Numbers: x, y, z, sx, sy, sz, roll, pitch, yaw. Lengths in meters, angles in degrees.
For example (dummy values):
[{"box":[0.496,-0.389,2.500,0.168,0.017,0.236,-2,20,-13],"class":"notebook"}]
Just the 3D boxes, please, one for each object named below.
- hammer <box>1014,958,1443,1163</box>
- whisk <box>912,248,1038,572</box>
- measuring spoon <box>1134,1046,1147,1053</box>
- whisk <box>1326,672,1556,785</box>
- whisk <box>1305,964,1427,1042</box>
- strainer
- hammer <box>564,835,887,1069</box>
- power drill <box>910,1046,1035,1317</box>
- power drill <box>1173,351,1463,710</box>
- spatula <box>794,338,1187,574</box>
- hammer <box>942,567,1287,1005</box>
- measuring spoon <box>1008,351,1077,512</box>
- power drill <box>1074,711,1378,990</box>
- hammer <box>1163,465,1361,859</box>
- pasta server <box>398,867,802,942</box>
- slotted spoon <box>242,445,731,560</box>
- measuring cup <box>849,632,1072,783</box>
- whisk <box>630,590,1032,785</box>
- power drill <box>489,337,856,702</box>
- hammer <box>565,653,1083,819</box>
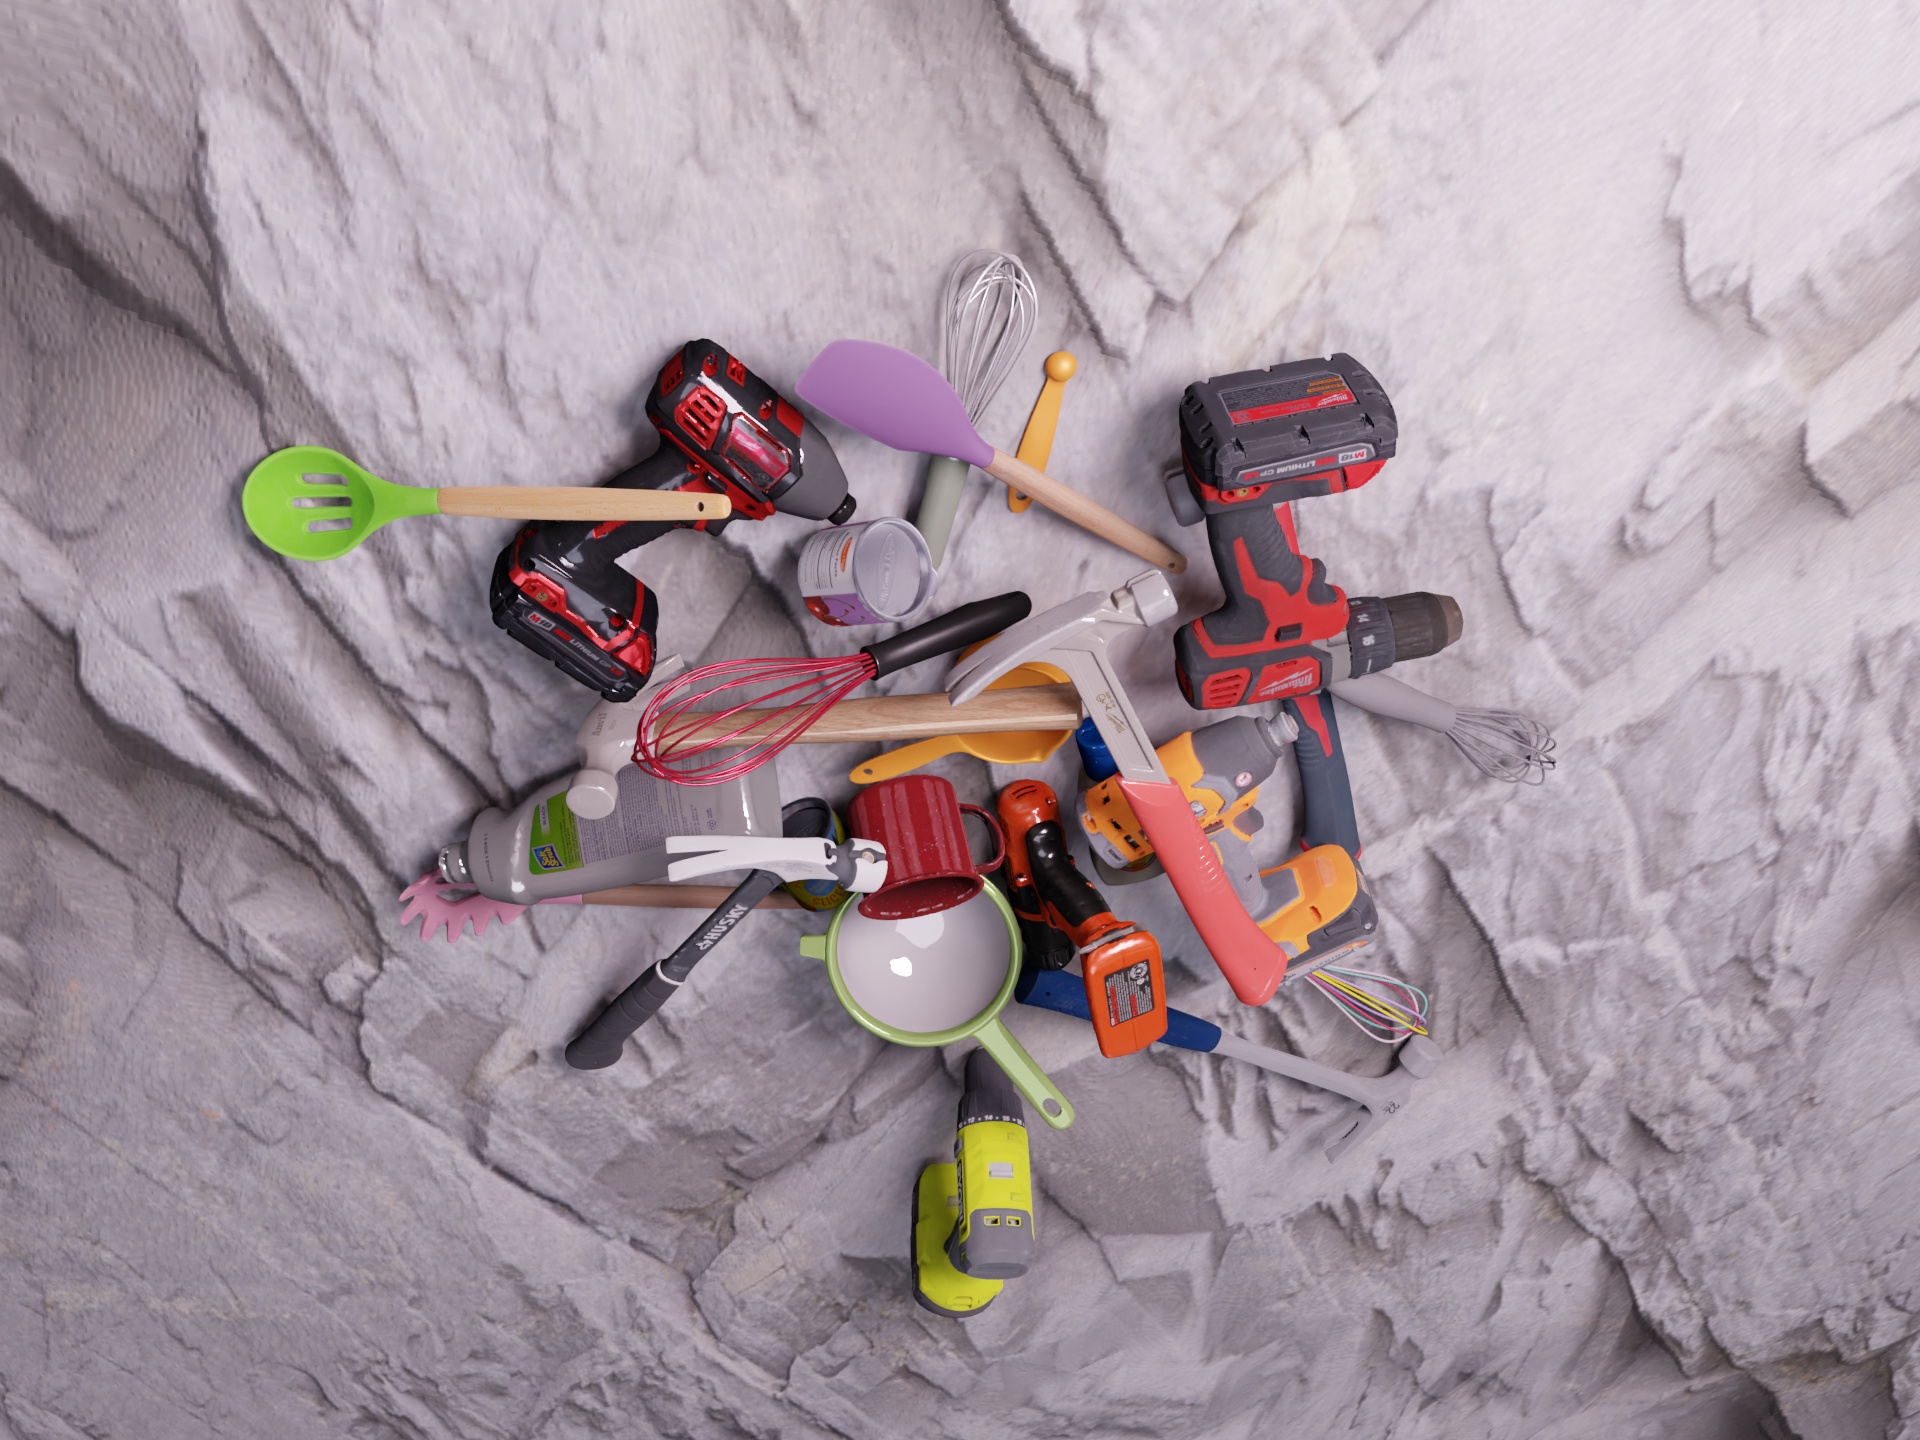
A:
[{"box":[0.224,0.284,1.373,0.405,0.035,0.144,21,115,-23],"class":"hammer"},{"box":[-0.003,-0.176,0.978,0.059,0.058,0.246,30,132,14],"class":"whisk"},{"box":[0.151,0.246,1.362,0.034,0.018,0.124,-3,130,-3],"class":"measuring spoon"},{"box":[0.342,0.001,1.130,0.238,0.055,0.055,17,127,-31],"class":"whisk"},{"box":[0.303,0.214,1.336,0.244,0.047,0.051,28,123,-22],"class":"whisk"},{"box":[0.005,0.213,1.247,0.151,0.069,0.256,-38,99,6],"class":"strainer"},{"box":[-0.215,0.183,1.191,0.149,0.036,0.409,9,146,-31],"class":"hammer"},{"box":[0.012,0.413,1.401,0.080,0.191,0.228,5,144,-10],"class":"power drill"},{"box":[0.224,-0.108,0.987,0.188,0.080,0.226,-11,133,0],"class":"power drill"},{"box":[0.036,-0.152,0.971,0.315,0.018,0.059,23,127,-39],"class":"spatula"},{"box":[0.128,0.070,1.052,0.149,0.037,0.358,-27,124,5],"class":"hammer"},{"box":[0.050,-0.177,0.998,0.021,0.011,0.116,8,129,-12],"class":"measuring spoon"},{"box":[0.210,0.090,1.146,0.164,0.084,0.226,-32,124,21],"class":"power drill"},{"box":[0.255,-0.038,1.121,0.143,0.038,0.385,-18,130,7],"class":"hammer"},{"box":[-0.261,0.138,1.216,0.316,0.040,0.060,2,119,-9],"class":"pasta server"},{"box":[-0.282,-0.127,0.939,0.314,0.031,0.070,3,102,16],"class":"slotted spoon"},{"box":[-0.002,-0.004,1.116,0.173,0.052,0.095,-22,127,19],"class":"measuring cup"},{"box":[-0.074,-0.030,1.009,0.296,0.073,0.073,-23,137,-28],"class":"whisk"},{"box":[-0.176,-0.118,0.986,0.219,0.079,0.143,-40,123,21],"class":"power drill"},{"box":[-0.086,0.000,1.045,0.331,0.130,0.031,-4,130,3],"class":"hammer"}]
